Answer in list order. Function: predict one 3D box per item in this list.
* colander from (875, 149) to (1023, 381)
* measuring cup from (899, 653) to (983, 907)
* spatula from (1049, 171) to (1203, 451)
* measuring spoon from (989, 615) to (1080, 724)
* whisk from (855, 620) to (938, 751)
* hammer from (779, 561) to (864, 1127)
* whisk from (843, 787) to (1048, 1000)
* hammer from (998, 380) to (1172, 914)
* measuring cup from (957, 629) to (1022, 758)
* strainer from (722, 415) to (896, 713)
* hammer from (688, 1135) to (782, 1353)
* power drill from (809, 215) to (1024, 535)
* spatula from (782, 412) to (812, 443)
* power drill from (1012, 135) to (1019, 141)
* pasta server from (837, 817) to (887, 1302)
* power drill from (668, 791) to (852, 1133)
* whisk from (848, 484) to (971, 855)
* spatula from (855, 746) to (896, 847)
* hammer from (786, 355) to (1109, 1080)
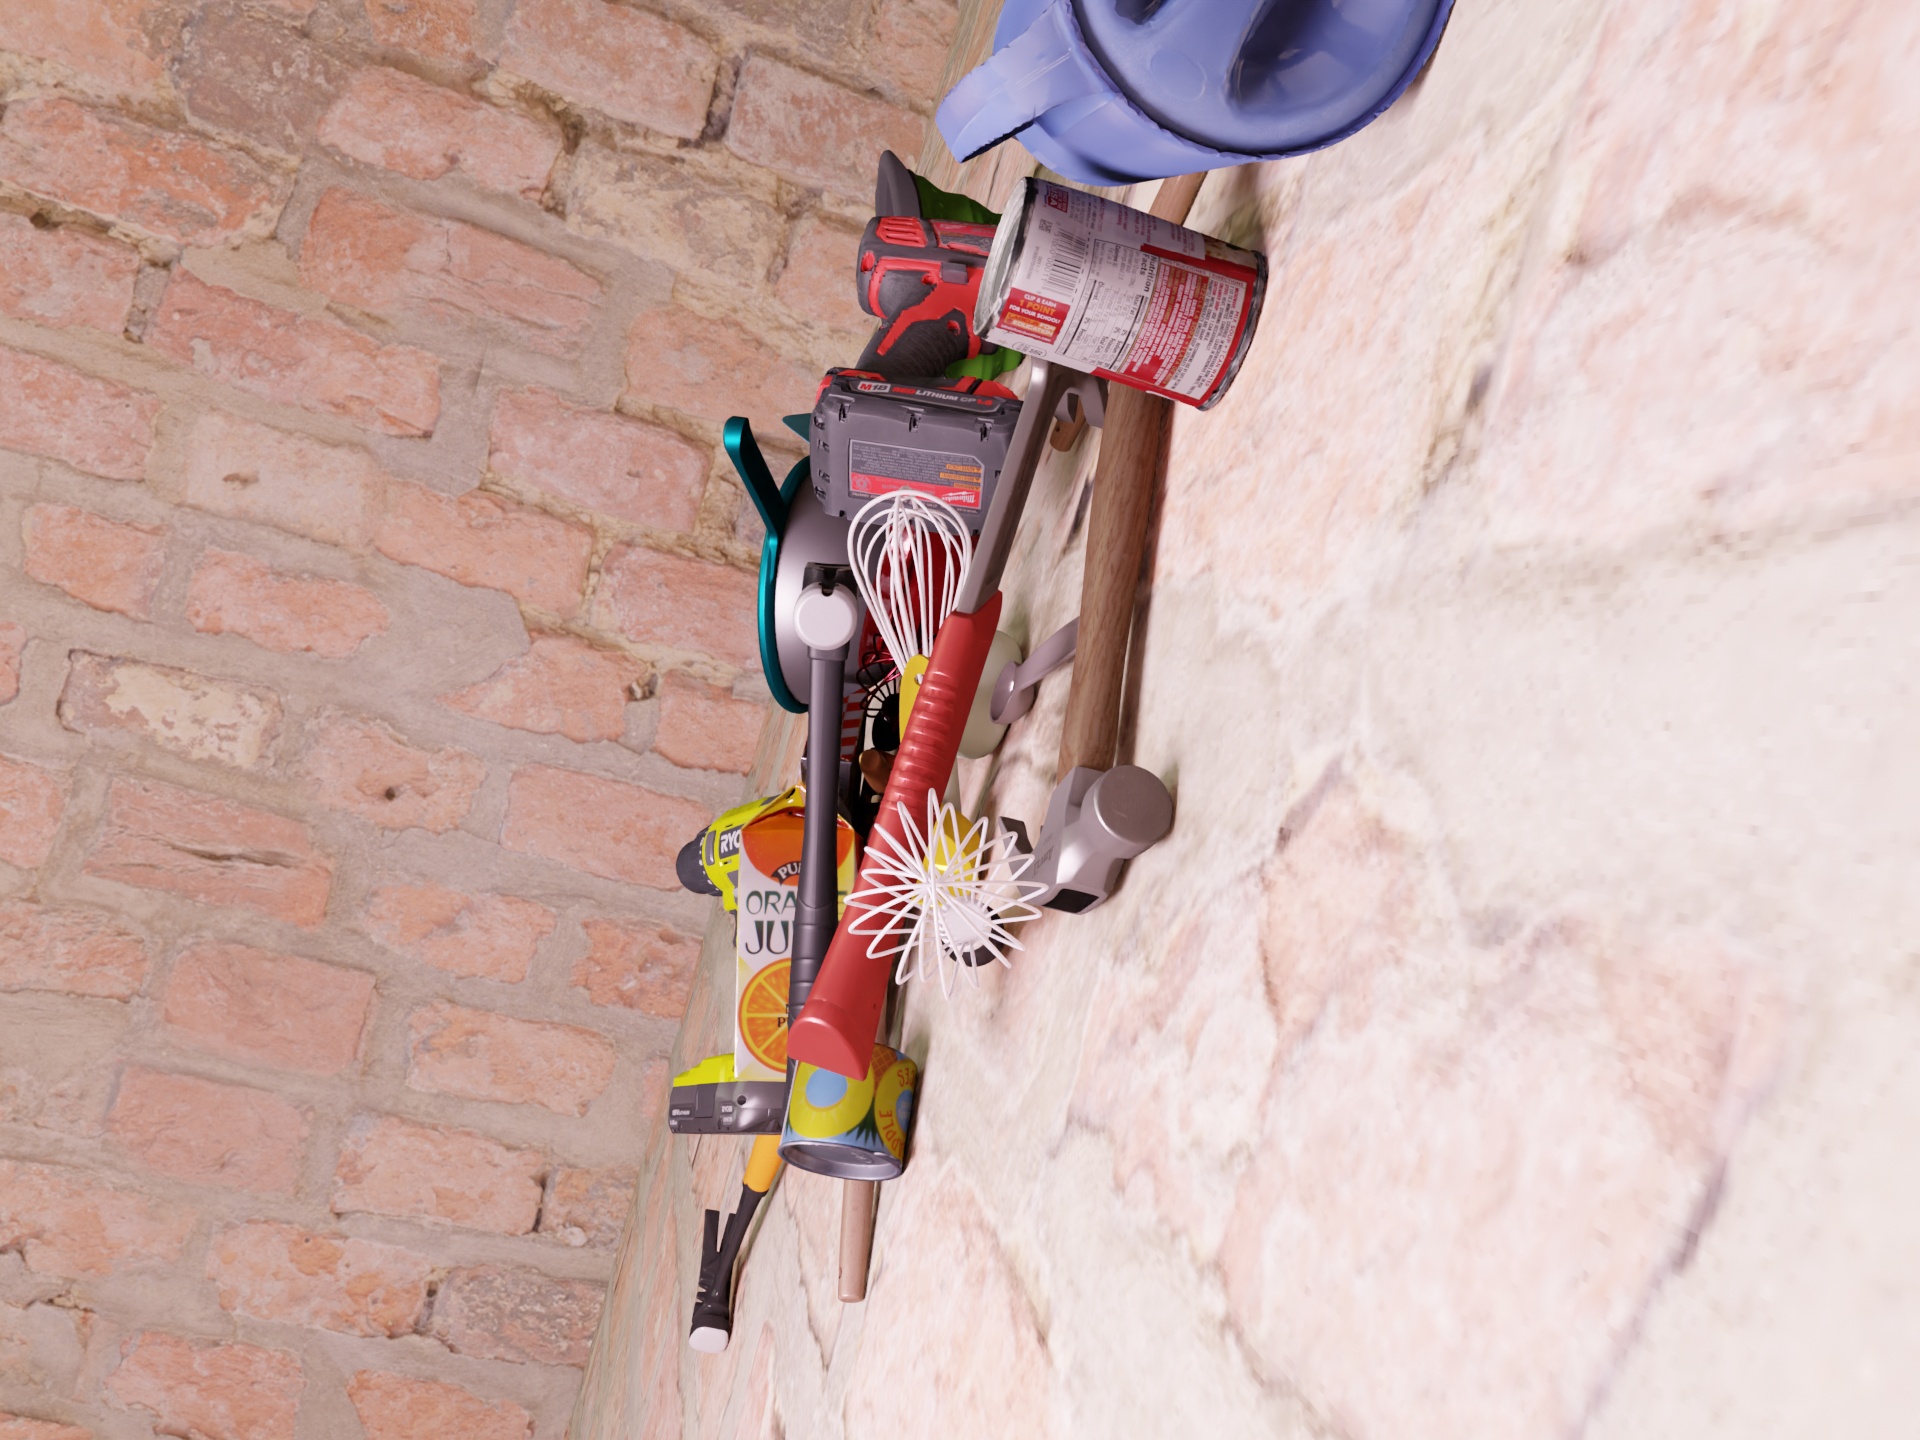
[{"bbox_3d":[0.006,-0.261,1.083,0.398,0.094,0.204,-104,10,-55],"label":"colander"},{"bbox_3d":[-0.015,0.028,0.809,0.029,0.062,0.156,-56,-27,-51],"label":"measuring cup"},{"bbox_3d":[0.104,-0.258,0.785,0.315,0.018,0.060,115,145,-44],"label":"spatula"},{"bbox_3d":[0.046,-0.026,0.788,0.124,0.018,0.034,142,143,-61],"label":"measuring spoon"},{"bbox_3d":[-0.042,-0.012,1.109,0.296,0.073,0.073,123,160,-78],"label":"whisk"},{"bbox_3d":[-0.078,0.075,0.881,0.146,0.035,0.334,-98,11,-74],"label":"hammer"},{"bbox_3d":[0.000,0.080,0.631,0.284,0.070,0.070,74,-151,-78],"label":"whisk"},{"bbox_3d":[0.066,-0.072,0.688,0.130,0.031,0.332,124,159,-59],"label":"hammer"},{"bbox_3d":[-0.001,-0.003,0.928,0.167,0.038,0.083,129,155,-69],"label":"measuring cup"},{"bbox_3d":[-0.094,-0.131,1.226,0.340,0.095,0.211,68,-149,-65],"label":"strainer"},{"bbox_3d":[-0.150,0.335,1.217,0.127,0.034,0.336,-92,20,-55],"label":"hammer"},{"bbox_3d":[-0.001,-0.205,0.897,0.078,0.143,0.220,95,-175,-48],"label":"power drill"},{"bbox_3d":[-0.056,-0.195,1.240,0.044,0.082,0.317,-54,-8,4],"label":"spatula"},{"bbox_3d":[0.107,-0.429,0.874,0.188,0.080,0.226,-141,71,-71],"label":"power drill"},{"bbox_3d":[-0.044,0.176,0.926,0.060,0.040,0.316,119,159,-52],"label":"pasta server"},{"bbox_3d":[-0.148,0.170,1.107,0.190,0.080,0.229,-21,64,51],"label":"power drill"},{"bbox_3d":[-0.018,-0.012,0.815,0.058,0.059,0.246,-91,-3,-51],"label":"whisk"},{"bbox_3d":[-0.058,0.042,1.044,0.322,0.041,0.081,86,-168,-82],"label":"spatula"},{"bbox_3d":[-0.002,-0.016,0.724,0.149,0.037,0.359,48,-123,-70],"label":"hammer"}]
